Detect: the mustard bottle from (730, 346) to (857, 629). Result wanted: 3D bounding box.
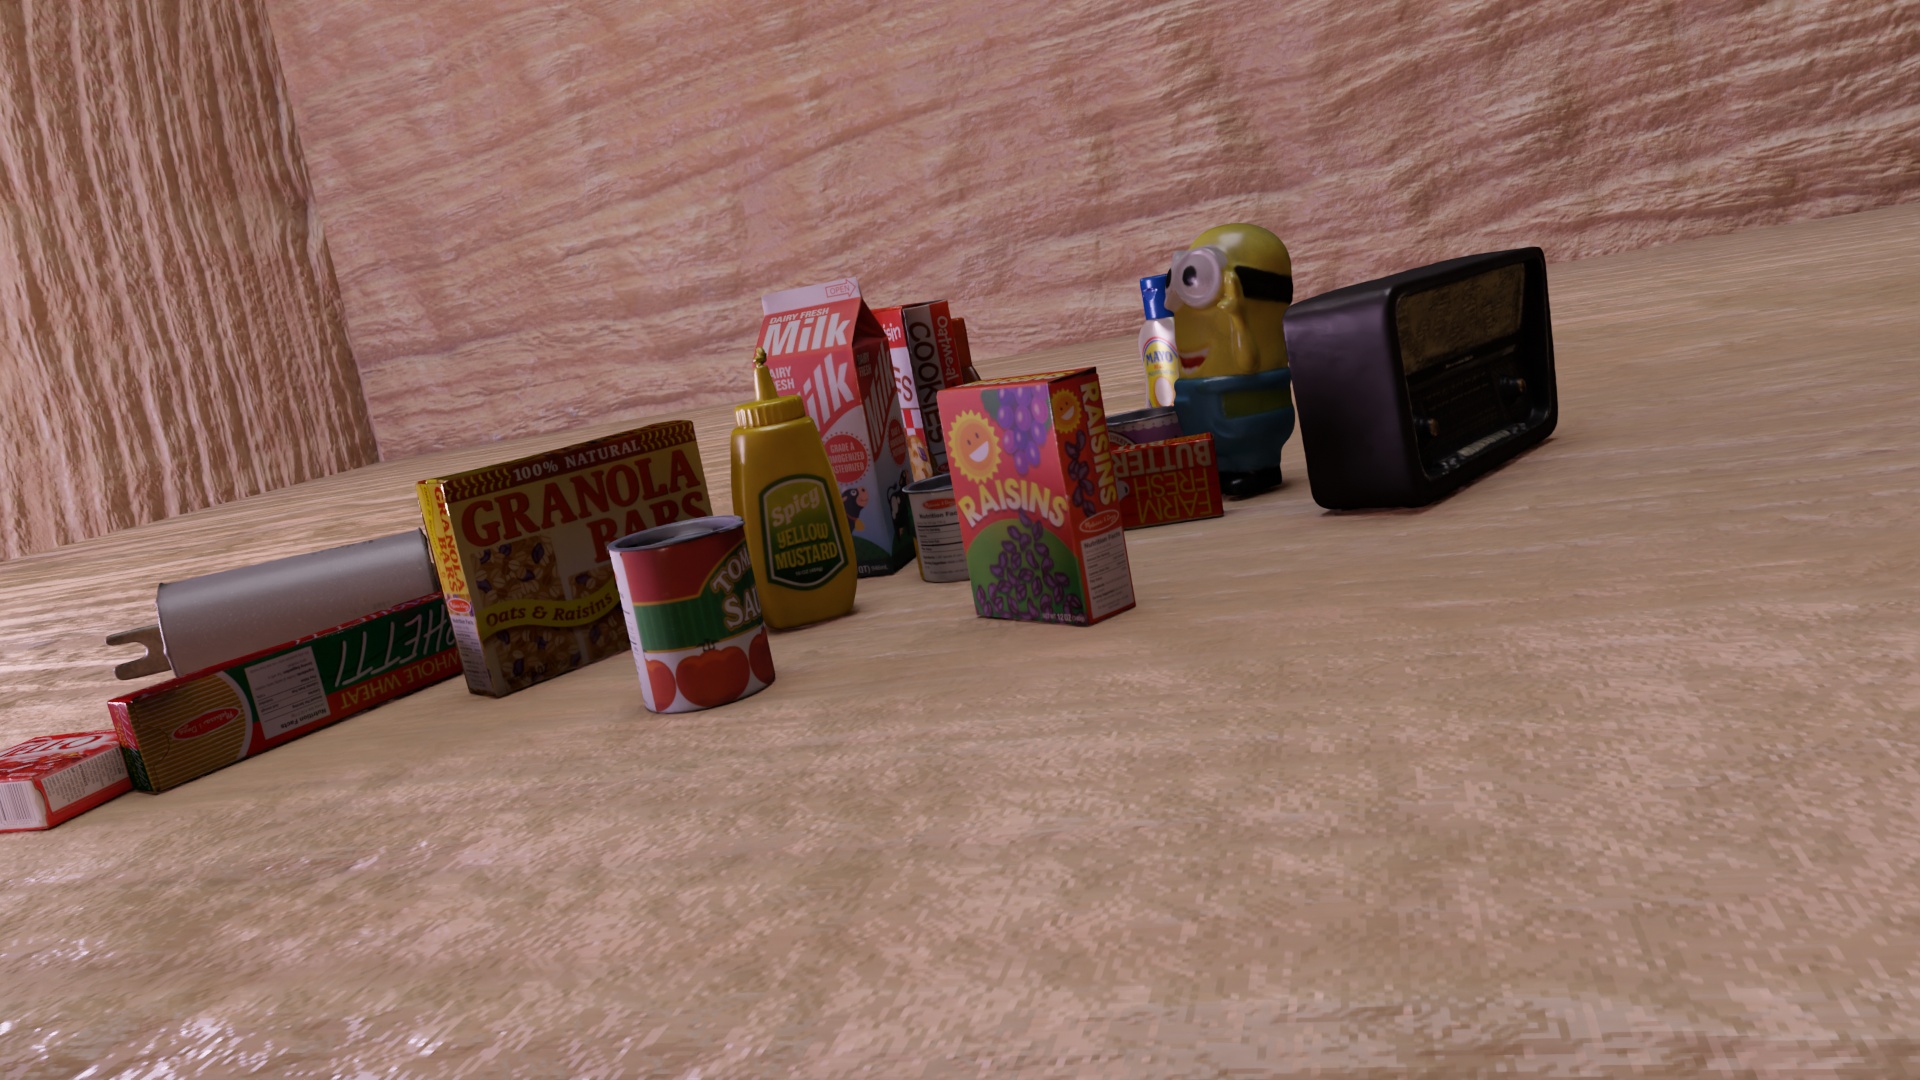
[{"bbox_3d":[-0.102,-0.031,0.796,0.065,0.160,0.049,-14,11,-20],"label":"mustard bottle"}]

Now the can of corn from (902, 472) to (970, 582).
[{"bbox_3d":[0.003,-0.011,0.863,0.071,0.058,0.071,-10,10,2],"label":"can of corn"}]

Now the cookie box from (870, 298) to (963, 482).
[{"bbox_3d":[-0.037,-0.090,1.026,0.040,0.167,0.123,-15,11,-24],"label":"cookie box"}]

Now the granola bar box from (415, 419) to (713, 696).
[{"bbox_3d":[-0.222,0.006,0.818,0.039,0.124,0.166,-1,14,44],"label":"granola bar box"}]

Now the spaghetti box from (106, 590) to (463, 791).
[{"bbox_3d":[-0.347,0.072,0.793,0.028,0.050,0.251,-4,13,35],"label":"spaghetti box"}]

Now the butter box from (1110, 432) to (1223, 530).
[{"bbox_3d":[0.116,-0.036,0.897,0.103,0.053,0.024,-8,10,12],"label":"butter box"}]

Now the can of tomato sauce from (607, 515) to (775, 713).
[{"bbox_3d":[-0.130,0.035,0.684,0.071,0.083,0.071,-10,10,2],"label":"can of tomato sauce"}]

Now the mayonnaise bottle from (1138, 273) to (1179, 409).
[{"bbox_3d":[0.190,-0.165,1.252,0.041,0.147,0.064,-19,13,-40],"label":"mayonnaise bottle"}]

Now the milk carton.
[{"bbox_3d":[-0.082,-0.073,0.918,0.072,0.190,0.074,-8,10,18],"label":"milk carton"}]

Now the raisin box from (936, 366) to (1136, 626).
[{"bbox_3d":[0.039,-0.022,0.711,0.040,0.123,0.086,-19,13,-39],"label":"raisin box"}]

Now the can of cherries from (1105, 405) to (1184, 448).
[{"bbox_3d":[0.135,-0.064,1.014,0.071,0.058,0.071,-10,10,2],"label":"can of cherries"}]

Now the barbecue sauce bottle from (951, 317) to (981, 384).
[{"bbox_3d":[-0.002,-0.096,1.076,0.065,0.148,0.044,-8,10,13],"label":"barbecue sauce bottle"}]
